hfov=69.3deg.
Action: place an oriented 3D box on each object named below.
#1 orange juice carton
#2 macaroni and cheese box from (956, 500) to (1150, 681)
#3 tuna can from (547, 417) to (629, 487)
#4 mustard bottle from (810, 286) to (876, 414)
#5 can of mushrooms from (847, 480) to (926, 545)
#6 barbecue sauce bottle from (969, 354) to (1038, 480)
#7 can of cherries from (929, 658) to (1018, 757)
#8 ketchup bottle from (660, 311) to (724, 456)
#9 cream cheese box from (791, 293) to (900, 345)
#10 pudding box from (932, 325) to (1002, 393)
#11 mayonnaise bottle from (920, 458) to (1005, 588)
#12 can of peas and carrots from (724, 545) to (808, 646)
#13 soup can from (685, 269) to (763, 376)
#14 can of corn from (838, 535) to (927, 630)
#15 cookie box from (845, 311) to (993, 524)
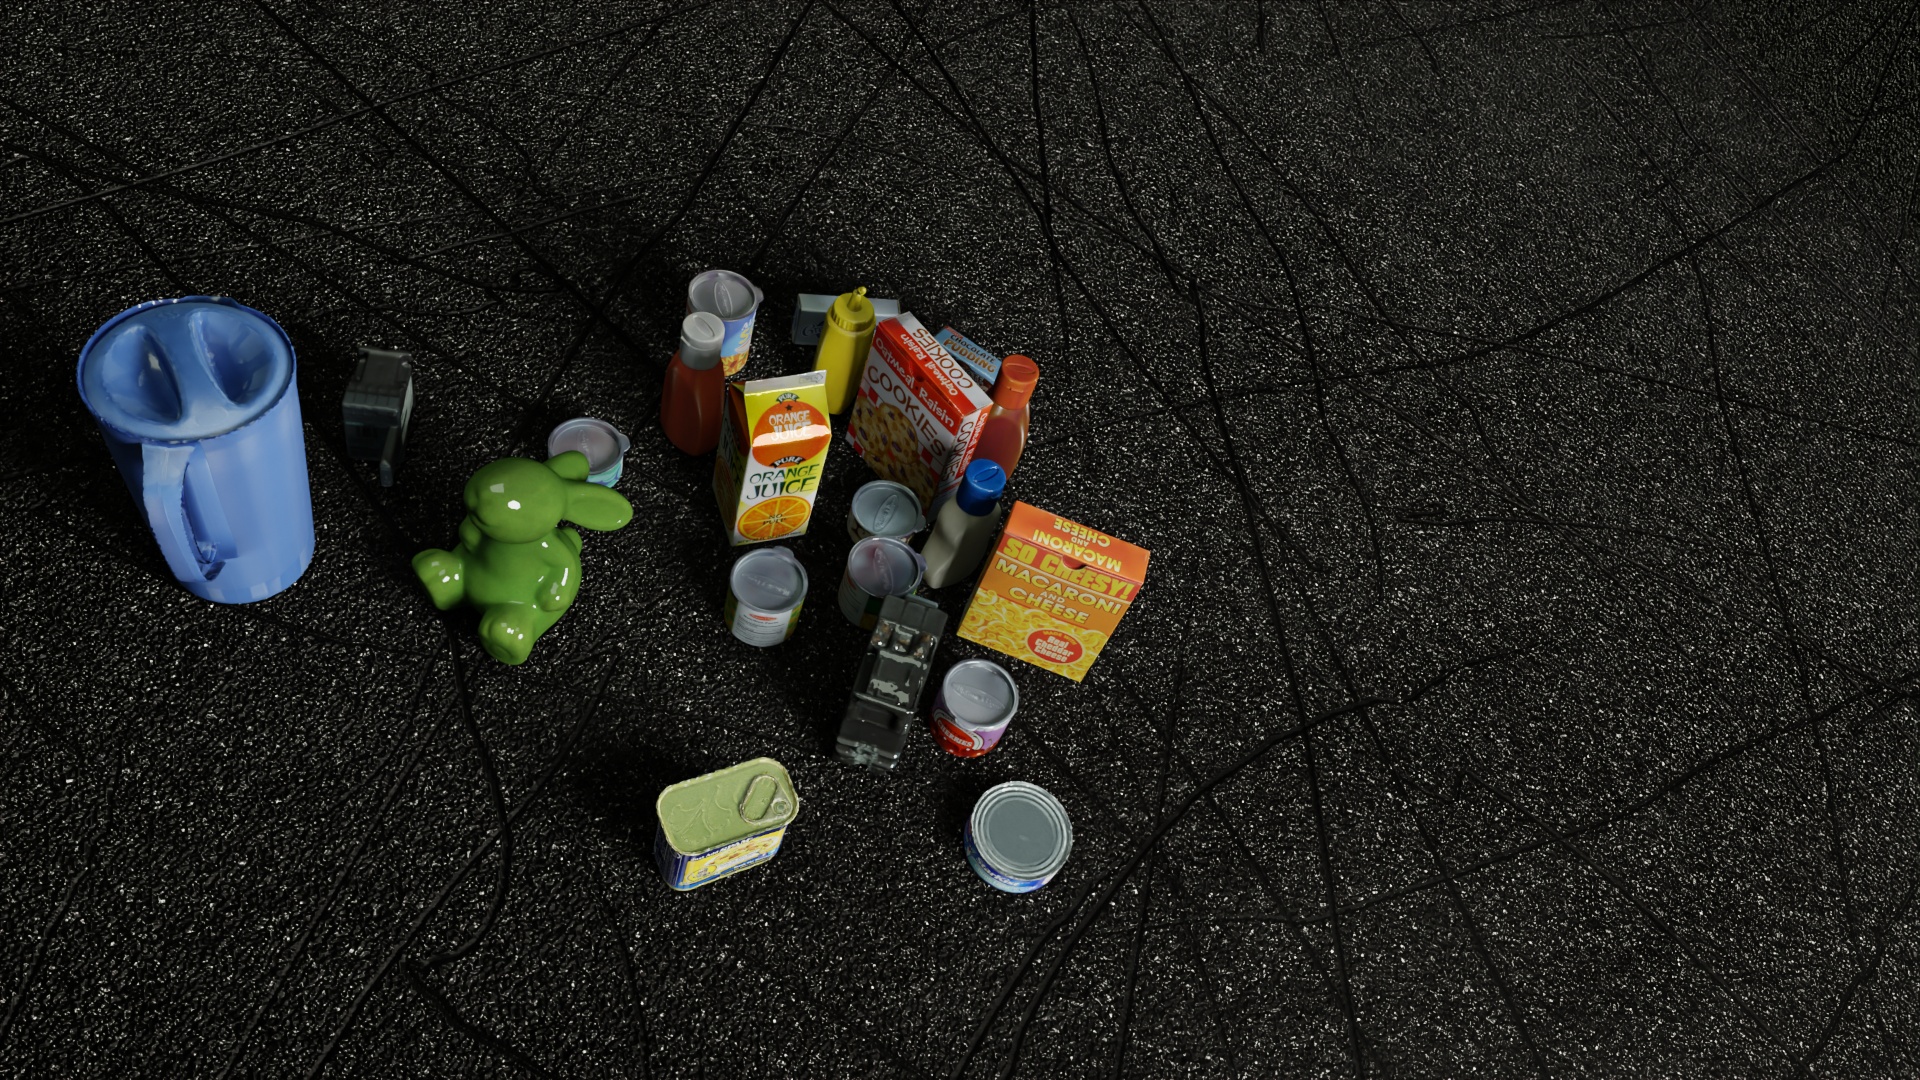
[{"bbox_3d":[-0.164,-0.081,1.207,0.072,0.191,0.073,-10,59,-23],"label":"orange juice carton"},{"bbox_3d":[0.077,0.048,1.205,0.124,0.165,0.040,21,52,-2],"label":"macaroni and cheese box"},{"bbox_3d":[-0.335,-0.076,1.253,0.071,0.032,0.071,8,54,-11],"label":"tuna can"},{"bbox_3d":[-0.110,-0.189,1.322,0.049,0.159,0.066,22,52,-1],"label":"mustard bottle"},{"bbox_3d":[-0.069,-0.019,1.292,0.071,0.033,0.071,8,54,-11],"label":"can of mushrooms"},{"bbox_3d":[0.037,-0.114,1.321,0.065,0.147,0.044,12,53,-8],"label":"barbecue sauce bottle"},{"bbox_3d":[0.009,0.145,1.183,0.071,0.058,0.072,8,54,-11],"label":"can of cherries"},{"bbox_3d":[-0.240,-0.143,1.257,0.044,0.148,0.065,-31,69,-32],"label":"ketchup bottle"},{"bbox_3d":[-0.117,-0.222,1.411,0.104,0.053,0.024,1,56,-16],"label":"cream cheese box"},{"bbox_3d":[0.006,-0.176,1.417,0.084,0.049,0.030,36,53,10],"label":"pudding box"},{"bbox_3d":[0.004,-0.016,1.240,0.065,0.147,0.041,-27,67,-31],"label":"mayonnaise bottle"},{"bbox_3d":[-0.168,0.048,1.199,0.071,0.058,0.071,8,54,-11],"label":"can of peas and carrots"},{"bbox_3d":[-0.232,-0.210,1.348,0.071,0.083,0.072,8,54,-11],"label":"soup can"},{"bbox_3d":[-0.070,0.038,1.235,0.071,0.058,0.071,8,54,-11],"label":"can of corn"},{"bbox_3d":[-0.042,-0.110,1.281,0.040,0.166,0.123,-30,68,-32],"label":"cookie box"}]
